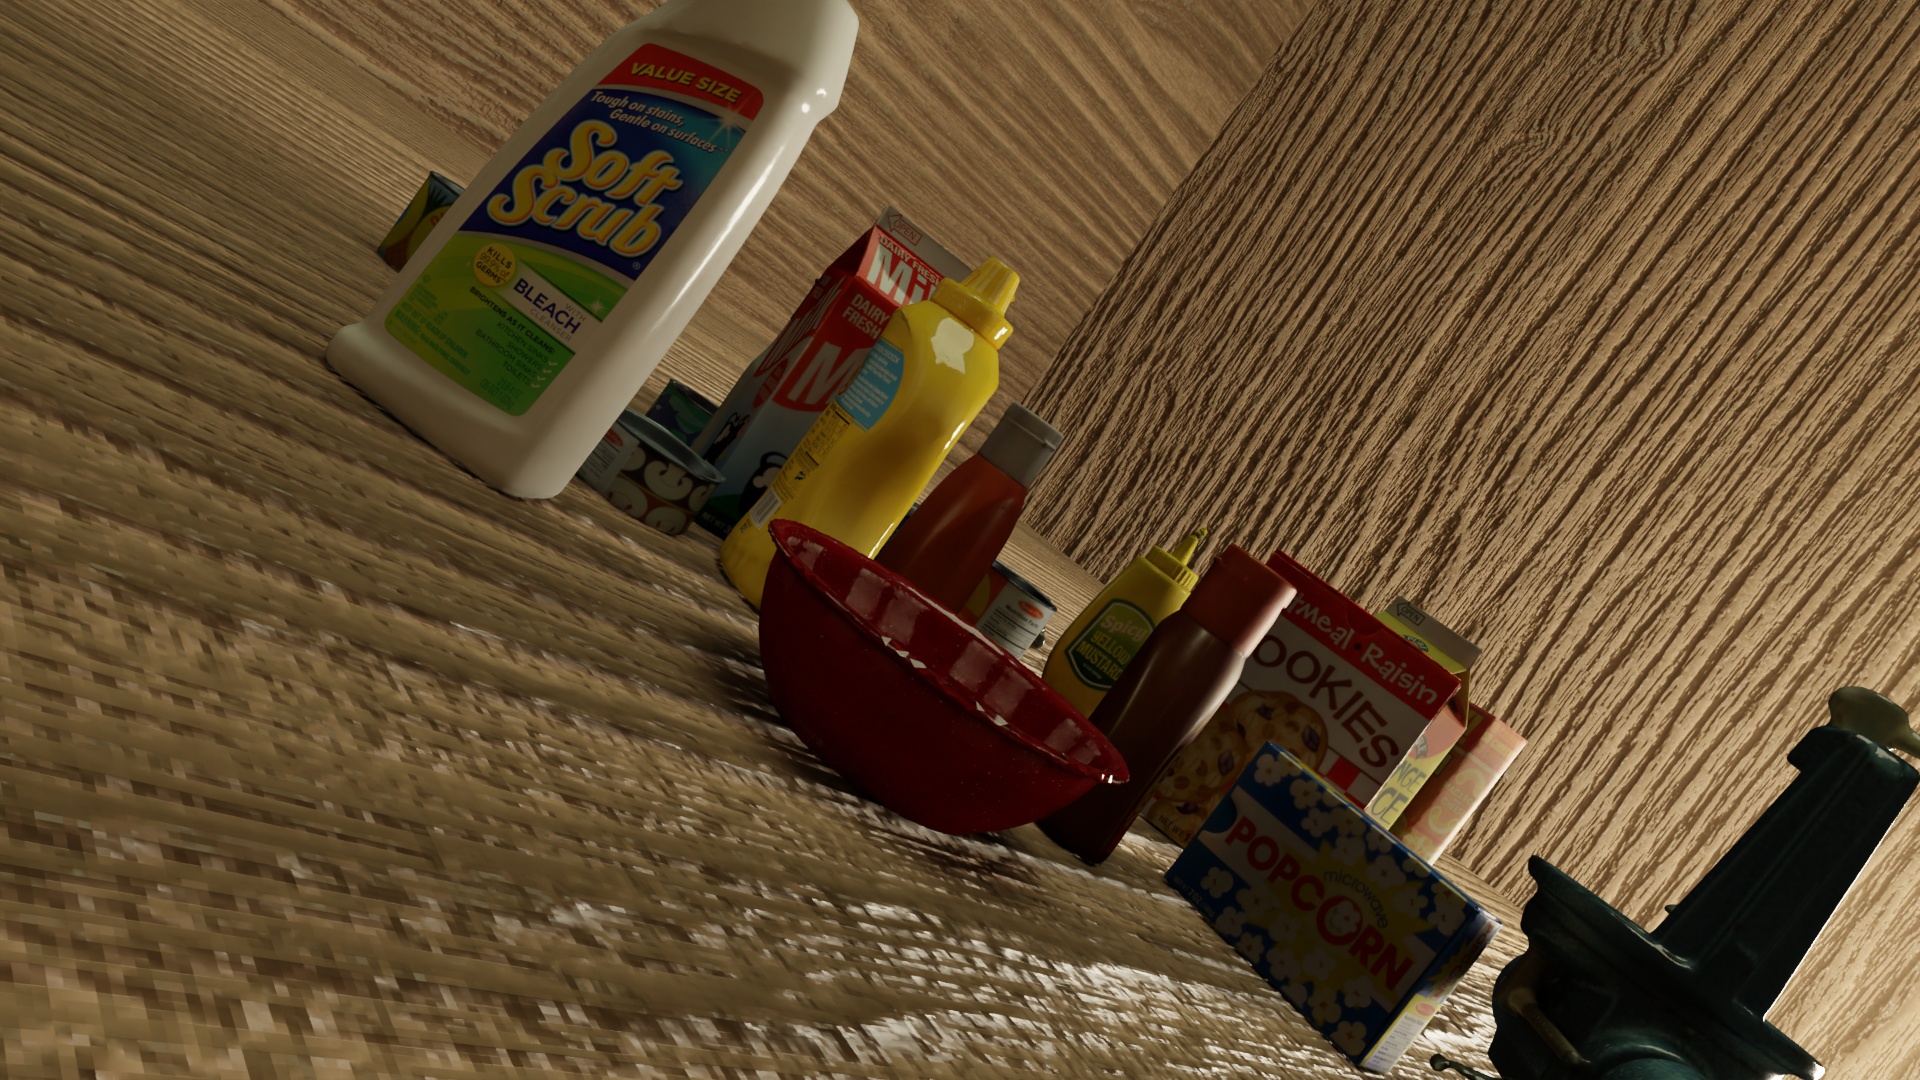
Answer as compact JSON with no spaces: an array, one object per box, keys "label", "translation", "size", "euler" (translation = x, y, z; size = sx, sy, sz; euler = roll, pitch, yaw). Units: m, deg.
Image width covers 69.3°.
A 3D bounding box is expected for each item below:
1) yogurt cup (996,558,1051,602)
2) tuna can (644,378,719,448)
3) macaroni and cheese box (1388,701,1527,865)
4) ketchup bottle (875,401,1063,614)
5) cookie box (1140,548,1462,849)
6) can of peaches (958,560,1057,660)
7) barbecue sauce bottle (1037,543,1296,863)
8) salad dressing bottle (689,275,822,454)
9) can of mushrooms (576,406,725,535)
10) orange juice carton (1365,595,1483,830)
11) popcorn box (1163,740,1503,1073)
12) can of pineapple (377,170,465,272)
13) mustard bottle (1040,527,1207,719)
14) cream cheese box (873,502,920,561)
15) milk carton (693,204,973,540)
[{"label":"yogurt cup","translation":[0.023,0.045,0.999],"size":[0.072,0.054,0.072],"euler":[36,4,-3]},{"label":"tuna can","translation":[-0.169,-0.072,0.902],"size":[0.071,0.033,0.071],"euler":[36,4,-3]},{"label":"macaroni and cheese box","translation":[0.268,0.162,0.904],"size":[0.040,0.166,0.124],"euler":[34,4,-25]},{"label":"ketchup bottle","translation":[0.003,-0.010,0.803],"size":[0.043,0.148,0.064],"euler":[39,5,40]},{"label":"cookie box","translation":[0.179,0.108,0.782],"size":[0.123,0.167,0.040],"euler":[37,4,14]},{"label":"can of peaches","translation":[0.020,0.048,0.915],"size":[0.071,0.058,0.071],"euler":[36,4,-3]},{"label":"barbecue sauce bottle","translation":[0.090,0.070,0.615],"size":[0.044,0.148,0.065],"euler":[36,4,3]},{"label":"salad dressing bottle","translation":[-0.106,-0.089,0.812],"size":[0.044,0.147,0.064],"euler":[34,4,-24]},{"label":"can of mushrooms","translation":[-0.146,-0.033,0.651],"size":[0.071,0.033,0.071],"euler":[36,4,-3]},{"label":"orange juice carton","translation":[0.233,0.126,0.843],"size":[0.073,0.192,0.072],"euler":[33,5,-38]},{"label":"popcorn box","translation":[0.166,0.163,0.630],"size":[0.038,0.085,0.127],"euler":[32,5,-45]},{"label":"can of pineapple","translation":[-0.301,-0.176,0.824],"size":[0.071,0.058,0.071],"euler":[36,4,-3]},{"label":"mustard bottle","translation":[0.123,0.053,0.987],"size":[0.065,0.160,0.049],"euler":[36,4,6]},{"label":"cream cheese box","translation":[-0.050,-0.006,0.985],"size":[0.024,0.053,0.103],"euler":[38,5,28]},{"label":"milk carton","translation":[-0.066,-0.080,0.741],"size":[0.072,0.190,0.073],"euler":[35,4,-22]}]
